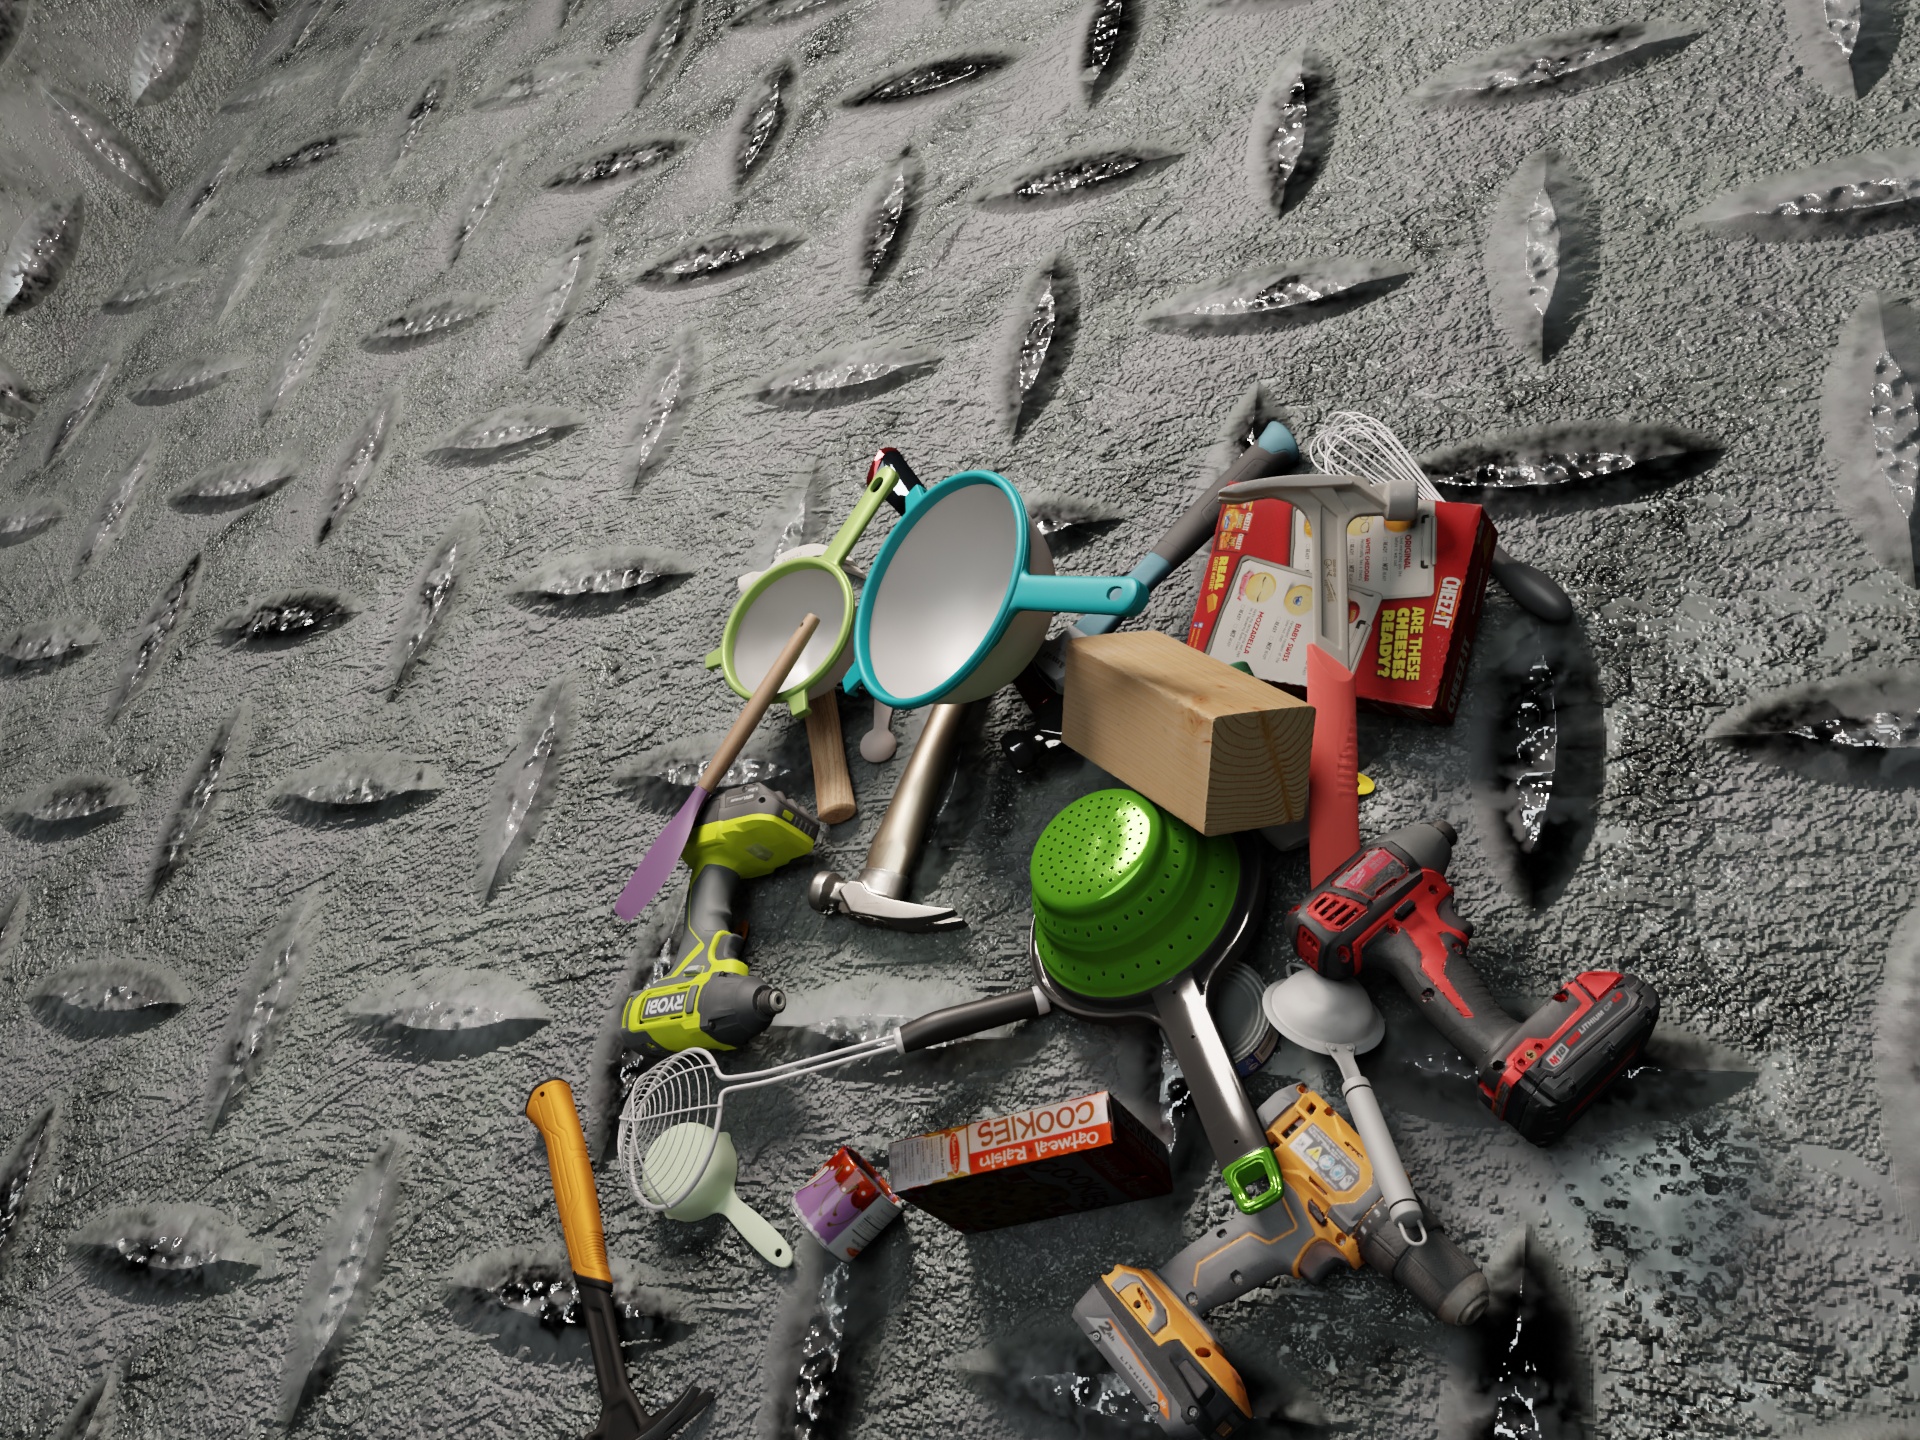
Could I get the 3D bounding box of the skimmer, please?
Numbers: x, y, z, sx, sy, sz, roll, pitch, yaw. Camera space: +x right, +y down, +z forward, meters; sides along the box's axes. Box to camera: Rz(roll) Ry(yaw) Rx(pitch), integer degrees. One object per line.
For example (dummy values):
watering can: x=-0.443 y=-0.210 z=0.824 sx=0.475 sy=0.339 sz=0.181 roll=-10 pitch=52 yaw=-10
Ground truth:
skimmer: x=-0.102 y=0.286 z=1.262 sx=0.363 sy=0.090 sz=0.127 roll=-16 pitch=44 yaw=-2

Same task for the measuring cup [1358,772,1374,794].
measuring cup: x=0.251 y=0.042 z=1.266 sx=0.156 sy=0.029 sz=0.062 roll=12 pitch=69 yaw=21

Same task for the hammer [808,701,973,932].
hammer: x=-0.002 y=-0.005 z=1.425 sx=0.146 sy=0.038 sz=0.411 roll=5 pitch=62 yaw=30

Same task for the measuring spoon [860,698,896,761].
measuring spoon: x=-0.073 y=-0.018 z=1.482 sx=0.034 sy=0.018 sz=0.124 roll=-3 pitch=56 yaw=13

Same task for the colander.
colander: x=0.136 y=0.169 z=1.141 sx=0.204 sy=0.094 sz=0.398 roll=-32 pitch=38 yaw=11

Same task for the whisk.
whisk: x=0.392 y=-0.166 z=1.305 sx=0.070 sy=0.070 sz=0.285 roll=-40 pitch=54 yaw=0

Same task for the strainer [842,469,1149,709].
strainer: x=0.050 y=-0.090 z=1.280 sx=0.340 sy=0.095 sz=0.211 roll=8 pitch=77 yaw=52

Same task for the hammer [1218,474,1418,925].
hammer: x=0.267 y=-0.008 z=1.185 sx=0.149 sy=0.036 sz=0.359 roll=0 pitch=79 yaw=10

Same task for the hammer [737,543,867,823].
hammer: x=-0.137 y=-0.043 z=1.529 sx=0.130 sy=0.031 sz=0.332 roll=-24 pitch=51 yaw=14

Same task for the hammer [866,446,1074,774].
hammer: x=0.026 y=-0.126 z=1.444 sx=0.143 sy=0.038 sz=0.387 roll=-28 pitch=56 yaw=-5

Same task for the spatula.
spatula: x=-0.212 y=0.040 z=1.407 sx=0.060 sy=0.018 sz=0.316 roll=18 pitch=74 yaw=56

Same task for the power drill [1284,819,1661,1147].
power drill: x=0.342 y=0.162 z=1.063 sx=0.143 sy=0.078 sz=0.220 roll=-36 pitch=55 yaw=-18

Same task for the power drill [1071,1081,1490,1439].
power drill: x=0.209 y=0.371 z=1.031 sx=0.226 sy=0.084 sz=0.186 roll=-42 pitch=49 yaw=-8

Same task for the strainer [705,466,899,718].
strainer: x=-0.119 y=-0.117 z=1.491 sx=0.152 sy=0.069 sz=0.256 roll=26 pitch=80 yaw=40

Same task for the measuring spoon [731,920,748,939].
measuring spoon: x=-0.210 y=0.230 z=1.403 sx=0.021 sy=0.011 sz=0.117 roll=-6 pitch=53 yaw=41

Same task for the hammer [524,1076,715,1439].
hammer: x=-0.299 y=0.433 z=1.299 sx=0.127 sy=0.034 sz=0.337 roll=-33 pitch=49 yaw=7

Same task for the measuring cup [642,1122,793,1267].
measuring cup: x=-0.194 y=0.382 z=1.270 sx=0.168 sy=0.038 sz=0.083 roll=27 pitch=75 yaw=41

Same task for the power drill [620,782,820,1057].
power drill: x=-0.198 y=0.174 z=1.370 sx=0.171 sy=0.080 sz=0.223 roll=-16 pitch=51 yaw=37

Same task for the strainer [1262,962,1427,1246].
strainer: x=0.265 y=0.240 z=1.065 sx=0.087 sy=0.050 sz=0.259 roll=2 pitch=37 yaw=-10

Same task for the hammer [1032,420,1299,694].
hammer: x=0.184 y=-0.145 z=1.382 sx=0.128 sy=0.033 sz=0.331 roll=36 pitch=70 yaw=28
